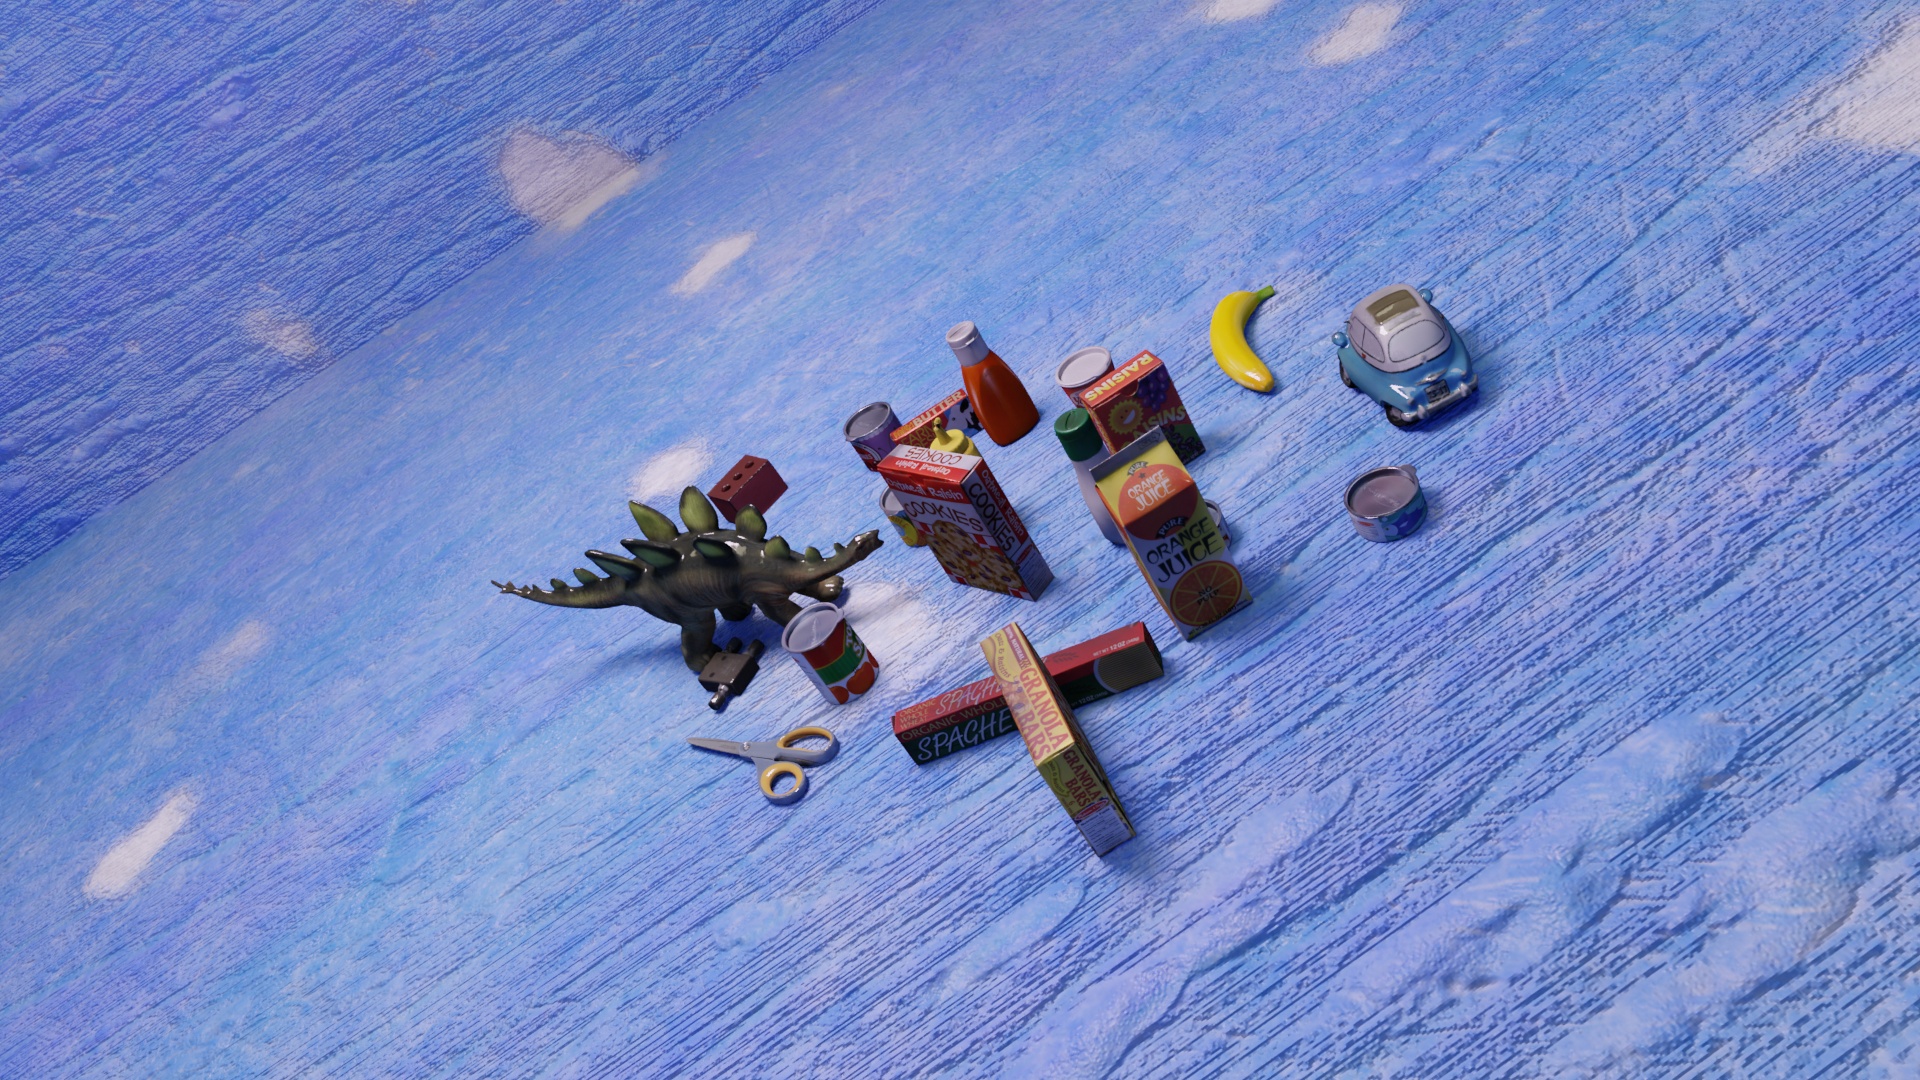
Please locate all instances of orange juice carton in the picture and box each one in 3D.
[{"bbox_3d":[0.179,-0.011,1.209,0.072,0.192,0.073,-31,34,2],"label":"orange juice carton"}]

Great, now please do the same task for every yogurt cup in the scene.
[{"bbox_3d":[0.147,-0.178,1.564,0.072,0.053,0.073,-21,36,16],"label":"yogurt cup"}]

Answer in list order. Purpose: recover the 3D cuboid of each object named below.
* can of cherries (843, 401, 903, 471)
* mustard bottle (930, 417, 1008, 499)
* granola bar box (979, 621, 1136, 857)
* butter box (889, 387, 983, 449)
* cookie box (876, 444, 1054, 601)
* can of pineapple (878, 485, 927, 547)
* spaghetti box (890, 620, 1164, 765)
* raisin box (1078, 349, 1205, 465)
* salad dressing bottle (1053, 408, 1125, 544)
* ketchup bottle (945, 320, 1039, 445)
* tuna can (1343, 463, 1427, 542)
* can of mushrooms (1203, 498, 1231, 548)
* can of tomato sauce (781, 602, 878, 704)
[{"bbox_3d":[-0.102,-0.125,1.690,0.071,0.058,0.072,-21,36,16],"label":"can of cherries"},{"bbox_3d":[0.007,-0.067,1.443,0.049,0.159,0.065,-32,34,1],"label":"mustard bottle"},{"bbox_3d":[0.078,0.160,1.137,0.039,0.123,0.166,-31,34,3],"label":"granola bar box"},{"bbox_3d":[-0.027,-0.130,1.642,0.103,0.053,0.024,-32,34,0],"label":"butter box"},{"bbox_3d":[0.005,-0.017,1.376,0.123,0.167,0.040,12,54,46],"label":"cookie box"},{"bbox_3d":[-0.049,-0.034,1.536,0.071,0.057,0.071,-21,36,16],"label":"can of pineapple"},{"bbox_3d":[0.058,0.139,1.245,0.250,0.050,0.029,-22,36,14],"label":"spaghetti box"},{"bbox_3d":[0.184,-0.118,1.400,0.086,0.123,0.040,-34,34,-2],"label":"raisin box"},{"bbox_3d":[0.136,-0.062,1.346,0.044,0.147,0.064,-12,39,28],"label":"salad dressing bottle"},{"bbox_3d":[0.033,-0.180,1.573,0.065,0.148,0.043,-38,35,-8],"label":"ketchup bottle"},{"bbox_3d":[0.377,-0.034,1.224,0.071,0.032,0.071,-21,36,16],"label":"tuna can"},{"bbox_3d":[0.218,-0.004,1.311,0.071,0.033,0.071,-21,36,16],"label":"can of mushrooms"},{"bbox_3d":[-0.128,0.113,1.394,0.071,0.082,0.071,-21,36,16],"label":"can of tomato sauce"}]
